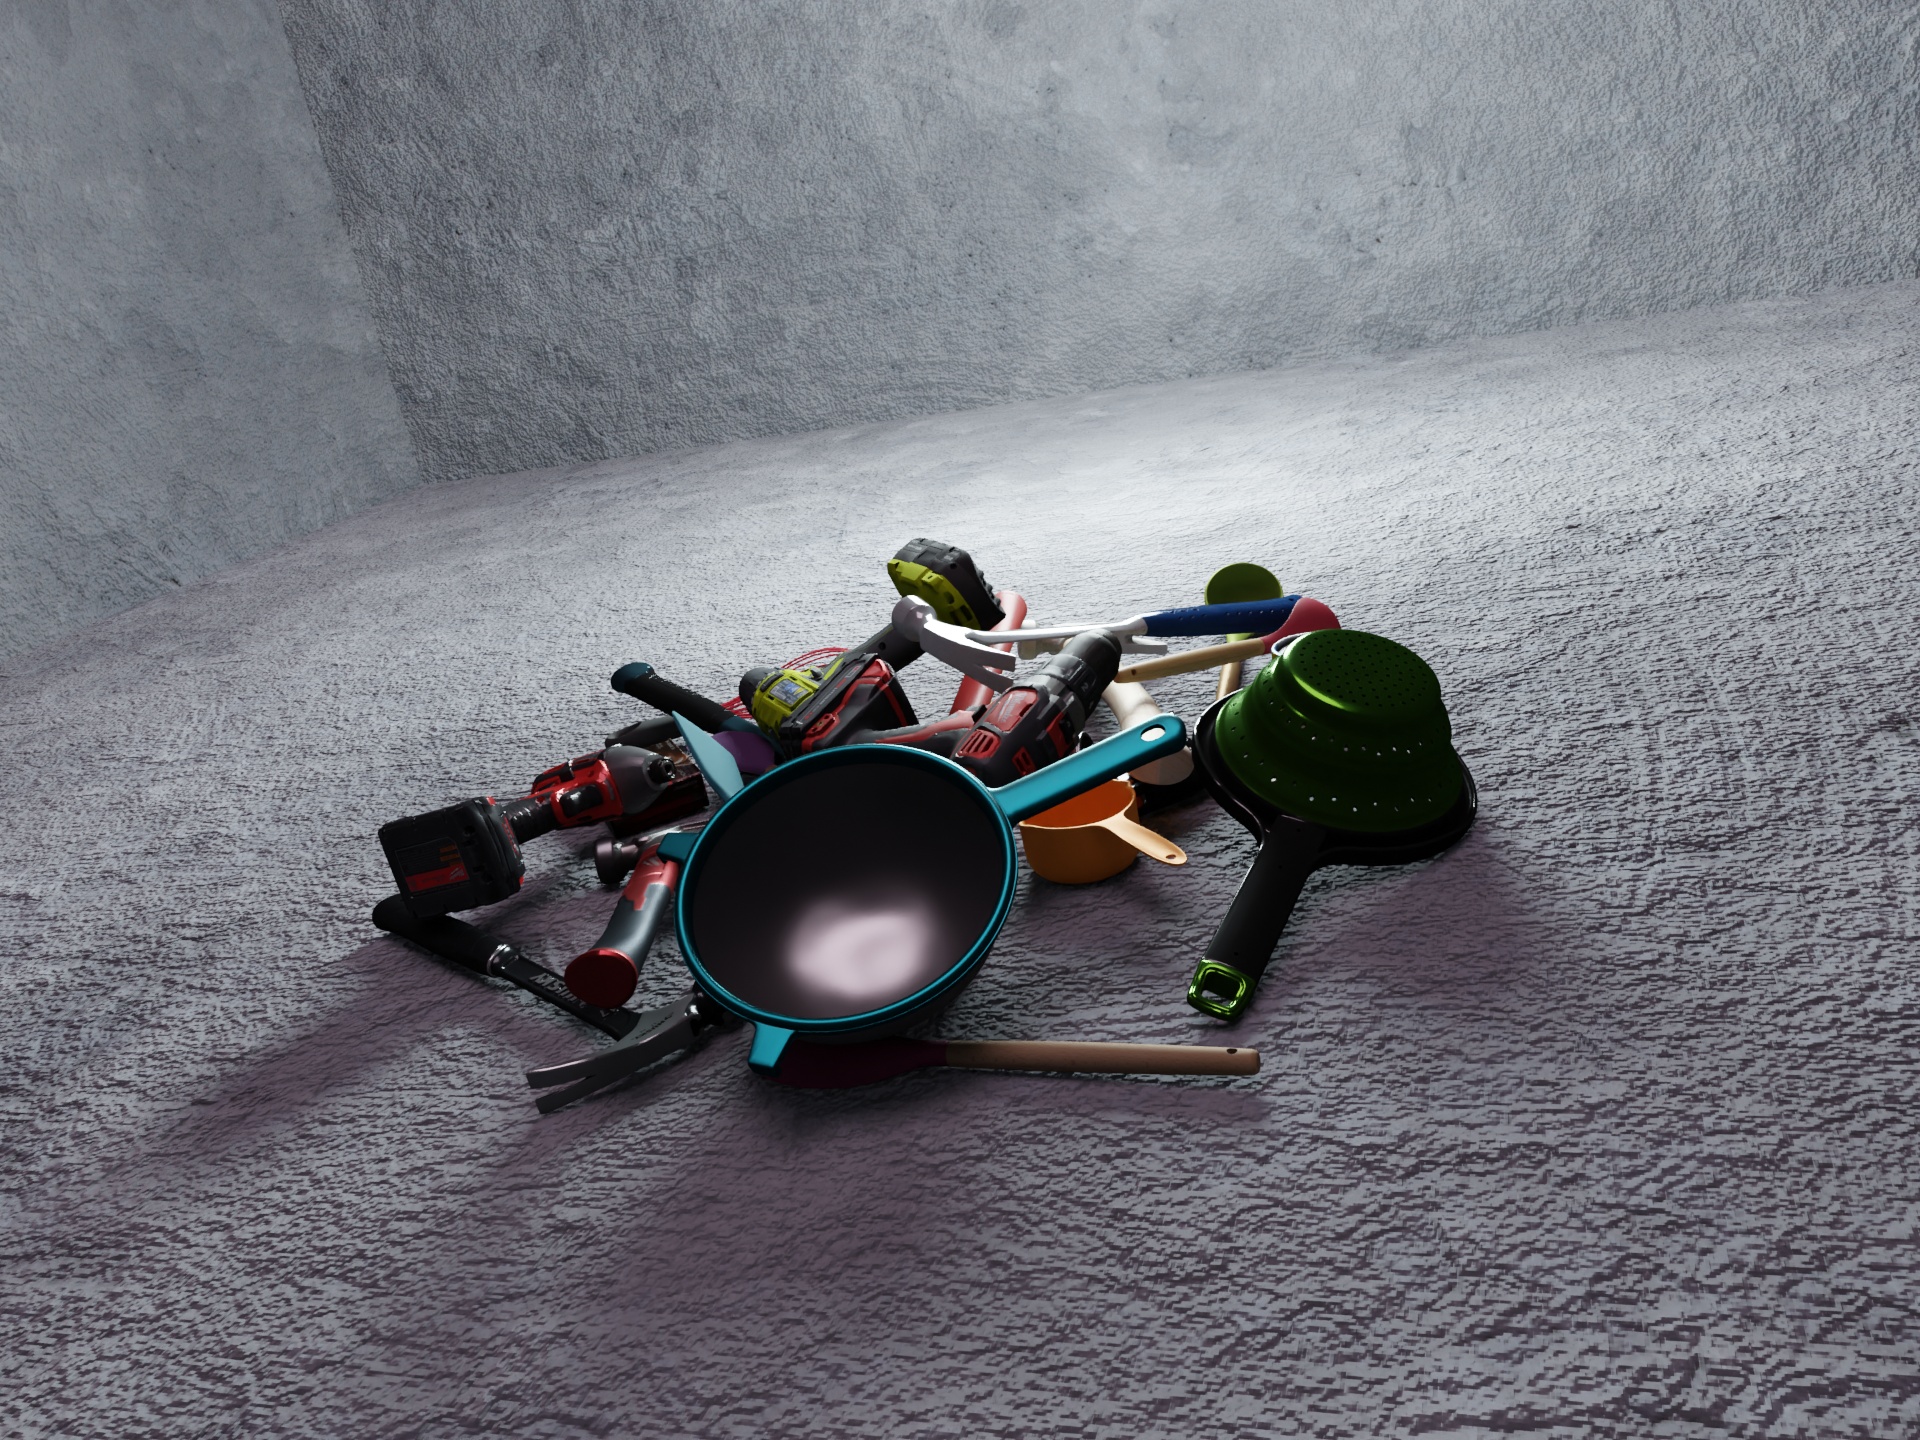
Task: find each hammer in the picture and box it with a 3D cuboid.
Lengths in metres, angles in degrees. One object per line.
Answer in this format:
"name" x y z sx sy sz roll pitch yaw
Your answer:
"hammer" 0.144 -0.025 1.339 0.146 0.038 0.411 -1 16 -5
"hammer" -0.208 0.124 1.123 0.143 0.038 0.386 -11 8 -4
"hammer" -0.224 0.002 1.503 0.128 0.033 0.331 -32 37 -33
"hammer" 0.149 -0.078 1.374 0.405 0.035 0.144 -6 27 -32
"hammer" 0.016 -0.017 1.341 0.149 0.036 0.359 -26 22 28
"hammer" -0.325 0.181 1.142 0.149 0.036 0.409 -28 25 -37

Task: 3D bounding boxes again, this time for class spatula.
"spatula" -0.113 0.077 1.210 0.318 0.082 0.044 25 78 38
"spatula" -0.142 0.049 1.316 0.060 0.018 0.316 -23 25 -26

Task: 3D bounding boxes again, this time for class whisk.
"whisk" -0.218 -0.013 1.588 0.296 0.073 0.073 -15 19 9

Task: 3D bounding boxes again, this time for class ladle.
"ladle" 0.238 -0.061 1.364 0.315 0.069 0.031 -13 -6 -41
"ladle" 0.254 -0.067 1.473 0.078 0.062 0.320 10 27 10

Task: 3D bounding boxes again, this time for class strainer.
"strainer" -0.006 0.096 0.998 0.340 0.095 0.211 -24 48 -11

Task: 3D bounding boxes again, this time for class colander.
"colander" 0.235 0.042 1.051 0.204 0.094 0.397 21 39 17

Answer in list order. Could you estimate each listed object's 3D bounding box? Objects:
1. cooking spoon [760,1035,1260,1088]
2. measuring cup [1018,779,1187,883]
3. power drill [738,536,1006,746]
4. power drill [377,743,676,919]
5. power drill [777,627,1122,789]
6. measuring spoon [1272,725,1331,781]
"cooking spoon" 0.018 0.195 0.932 0.319 0.017 0.069 -3 21 24
"measuring cup" 0.108 0.092 1.120 0.095 0.052 0.174 -20 23 -23
"power drill" -0.089 -0.062 1.419 0.228 0.080 0.191 -41 29 -13
"power drill" -0.333 0.076 1.262 0.143 0.078 0.219 -14 9 33
"power drill" -0.002 -0.004 1.176 0.227 0.080 0.188 0 36 41
"measuring spoon" 0.265 0.032 1.258 0.034 0.018 0.124 4 32 36
